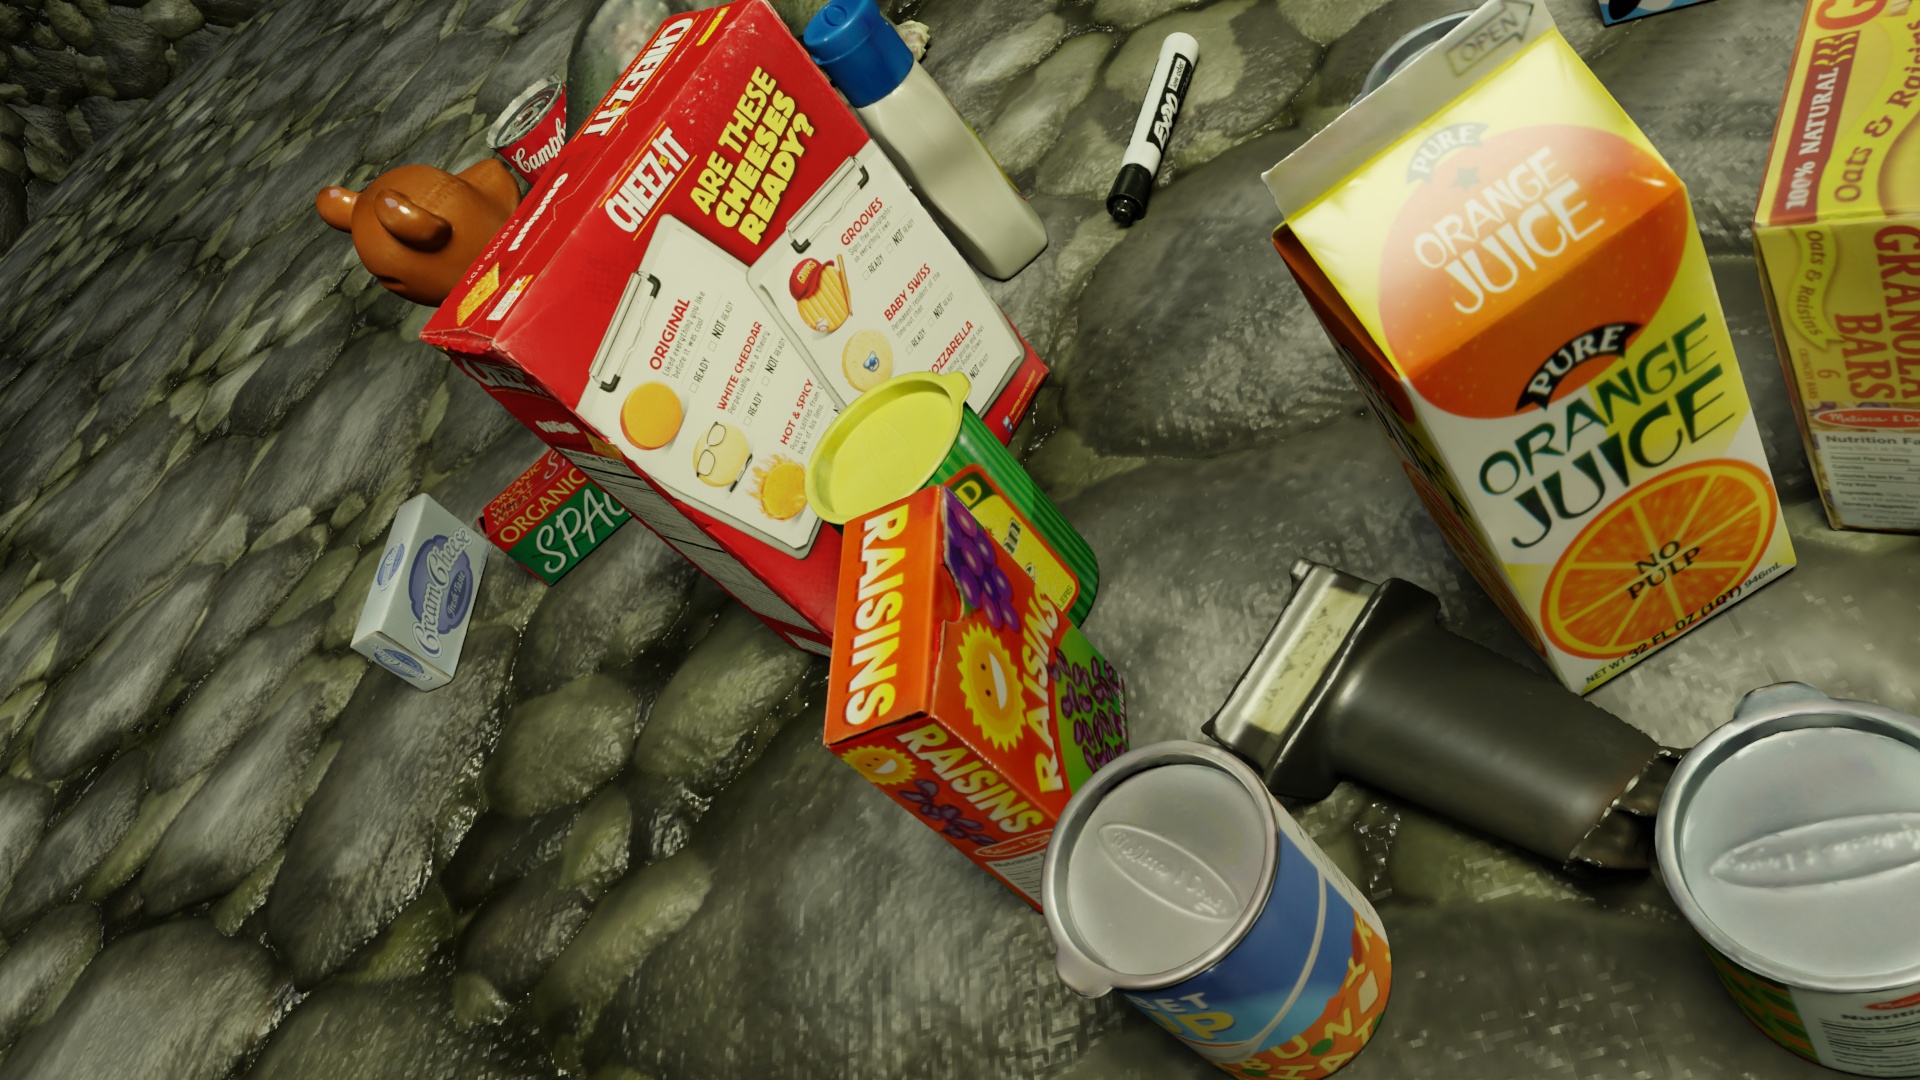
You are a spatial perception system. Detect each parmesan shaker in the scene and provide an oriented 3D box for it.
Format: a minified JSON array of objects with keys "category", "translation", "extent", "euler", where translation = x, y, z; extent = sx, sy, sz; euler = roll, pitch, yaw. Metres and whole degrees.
[{"category":"parmesan shaker","translation":[0.002,-0.006,0.515],"extent":[0.071,0.103,0.072],"euler":[-23,43,24]}]

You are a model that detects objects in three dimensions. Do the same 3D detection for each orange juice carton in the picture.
[{"category":"orange juice carton","translation":[0.145,-0.047,0.359],"extent":[0.071,0.192,0.073],"euler":[-35,40,11]}]

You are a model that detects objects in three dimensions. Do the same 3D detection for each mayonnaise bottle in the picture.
[{"category":"mayonnaise bottle","translation":[-0.016,-0.191,0.659],"extent":[0.041,0.147,0.065],"euler":[-39,39,6]}]

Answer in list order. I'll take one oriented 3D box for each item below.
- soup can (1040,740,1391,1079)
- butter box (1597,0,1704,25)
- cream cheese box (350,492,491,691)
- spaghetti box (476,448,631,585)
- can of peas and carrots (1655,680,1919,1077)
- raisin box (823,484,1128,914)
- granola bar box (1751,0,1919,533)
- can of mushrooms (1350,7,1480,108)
[{"category":"soup can","translation":[0.069,0.104,0.374],"extent":[0.071,0.083,0.072],"euler":[-23,43,24]},{"category":"butter box","translation":[0.287,-0.230,0.512],"extent":[0.103,0.053,0.024],"euler":[-2,55,39]},{"category":"cream cheese box","translation":[-0.300,0.028,0.779],"extent":[0.024,0.053,0.104],"euler":[-24,43,23]},{"category":"spaghetti box","translation":[-0.149,-0.073,0.744],"extent":[0.250,0.050,0.029],"euler":[-40,39,4]},{"category":"can of peas and carrots","translation":[0.197,0.076,0.311],"extent":[0.071,0.058,0.071],"euler":[-23,43,24]},{"category":"raisin box","translation":[0.010,0.053,0.438],"extent":[0.040,0.123,0.086],"euler":[-21,44,25]},{"category":"granola bar box","translation":[0.256,-0.103,0.369],"extent":[0.039,0.124,0.166],"euler":[4,58,42]},{"category":"can of mushrooms","translation":[0.196,-0.178,0.558],"extent":[0.071,0.033,0.071],"euler":[-23,43,24]}]
